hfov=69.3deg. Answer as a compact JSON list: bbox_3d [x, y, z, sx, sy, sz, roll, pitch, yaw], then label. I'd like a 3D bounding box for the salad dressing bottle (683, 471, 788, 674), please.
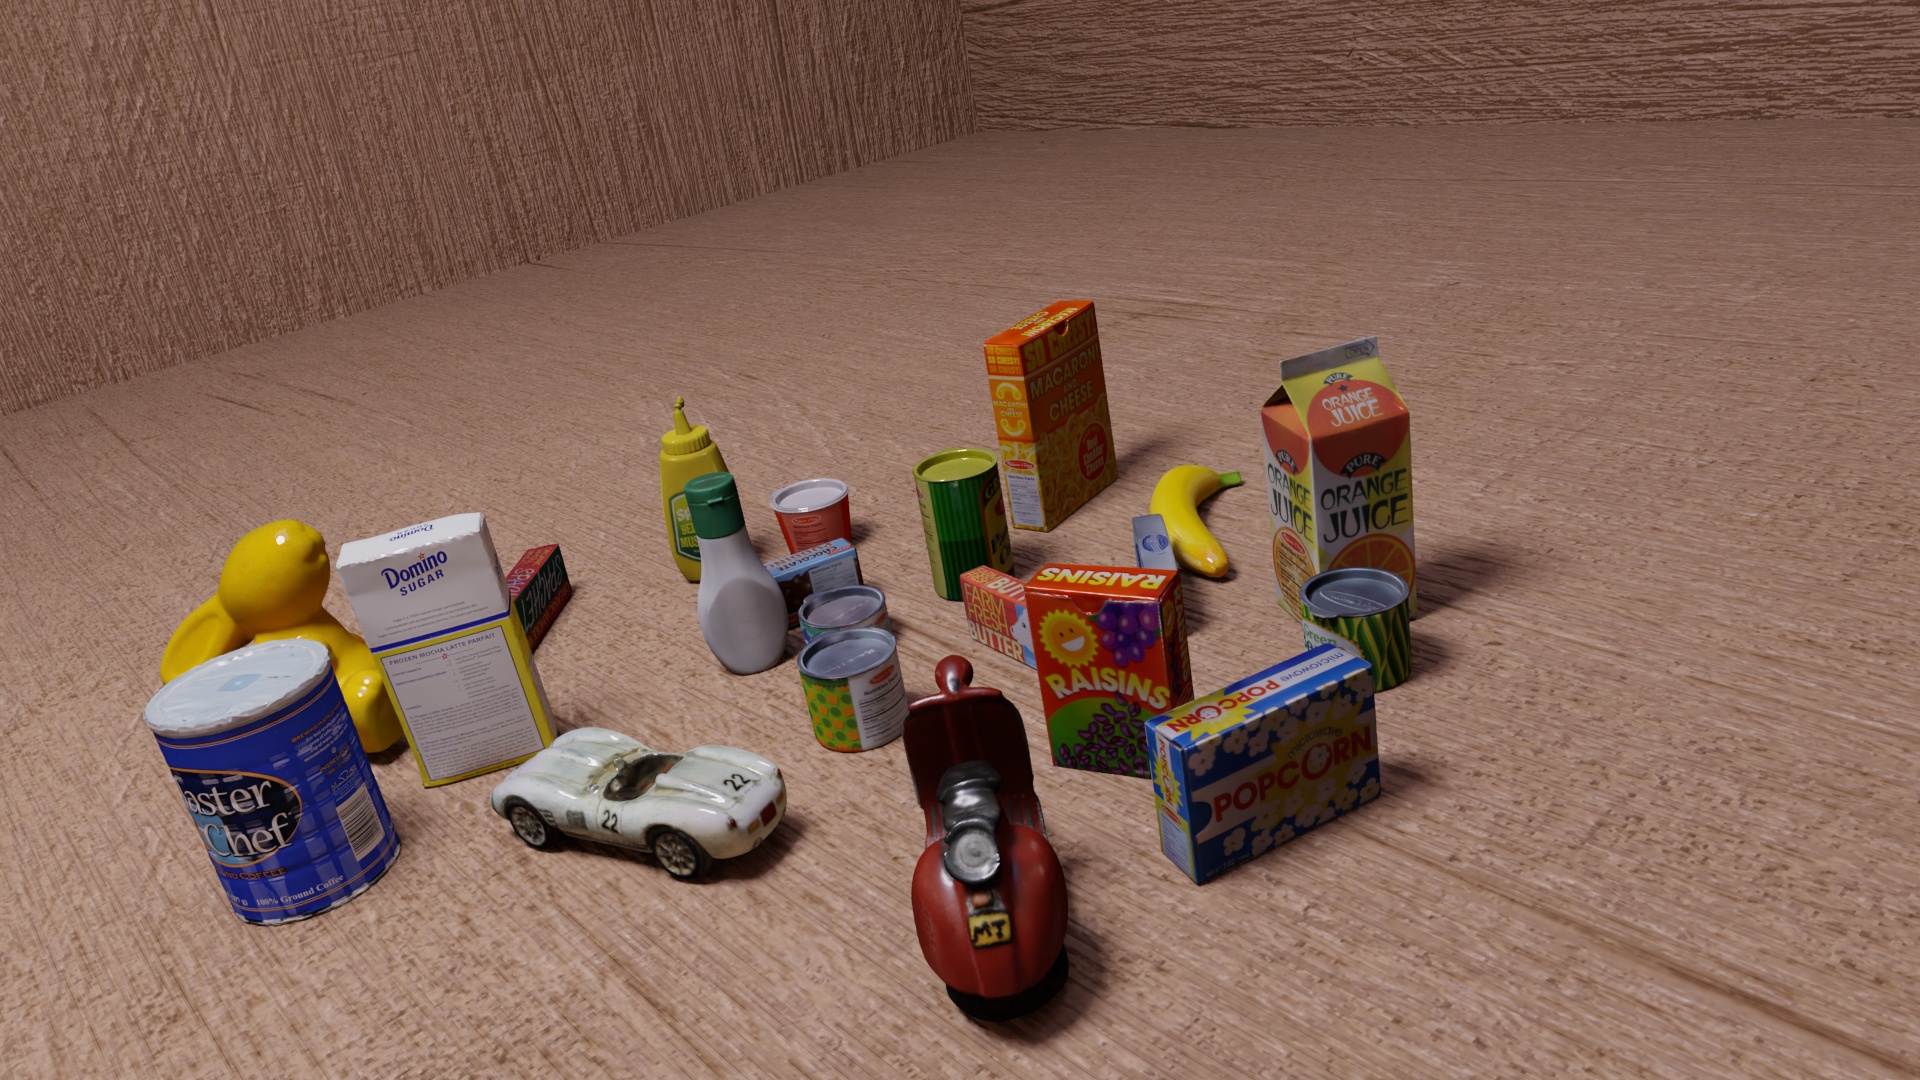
[{"bbox_3d":[-0.166,0.024,1.011,0.064,0.147,0.044,-16,24,-13],"label":"salad dressing bottle"}]

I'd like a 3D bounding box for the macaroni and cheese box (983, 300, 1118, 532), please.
[{"bbox_3d":[0.081,-0.108,1.189,0.040,0.165,0.124,7,29,35],"label":"macaroni and cheese box"}]

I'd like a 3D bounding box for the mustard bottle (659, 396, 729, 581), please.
[{"bbox_3d":[-0.223,-0.044,1.172,0.065,0.159,0.049,-8,23,4],"label":"mustard bottle"}]

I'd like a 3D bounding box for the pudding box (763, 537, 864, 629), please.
[{"bbox_3d":[-0.120,0.035,1.089,0.084,0.049,0.030,-20,25,-22],"label":"pudding box"}]

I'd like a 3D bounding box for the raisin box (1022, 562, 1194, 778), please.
[{"bbox_3d":[0.090,0.077,0.818,0.086,0.123,0.040,3,27,29],"label":"raisin box"}]

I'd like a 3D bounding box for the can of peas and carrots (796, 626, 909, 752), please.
[{"bbox_3d":[-0.071,0.097,0.917,0.071,0.058,0.071,-8,23,4],"label":"can of peas and carrots"}]

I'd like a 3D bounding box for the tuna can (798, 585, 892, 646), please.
[{"bbox_3d":[-0.087,0.062,1.037,0.071,0.032,0.071,-8,23,4],"label":"tuna can"}]

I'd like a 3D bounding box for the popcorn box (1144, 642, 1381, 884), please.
[{"bbox_3d":[0.164,0.117,0.744,0.127,0.085,0.038,-20,25,-21],"label":"popcorn box"}]

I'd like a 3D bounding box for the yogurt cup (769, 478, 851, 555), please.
[{"bbox_3d":[-0.126,-0.017,1.205,0.072,0.053,0.073,-8,23,4],"label":"yogurt cup"}]

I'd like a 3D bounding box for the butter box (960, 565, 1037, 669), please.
[{"bbox_3d":[0.041,0.056,0.973,0.024,0.053,0.103,-24,27,-29],"label":"butter box"}]

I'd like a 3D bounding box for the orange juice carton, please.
[{"bbox_3d":[0.251,-0.037,0.925,0.072,0.191,0.073,-15,23,-10],"label":"orange juice carton"}]

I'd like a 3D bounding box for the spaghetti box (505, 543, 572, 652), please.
[{"bbox_3d":[-0.360,0.076,1.093,0.029,0.050,0.251,-8,24,6],"label":"spaghetti box"}]

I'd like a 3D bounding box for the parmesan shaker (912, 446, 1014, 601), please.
[{"bbox_3d":[0.004,-0.014,1.084,0.071,0.102,0.071,-9,23,4],"label":"parmesan shaker"}]

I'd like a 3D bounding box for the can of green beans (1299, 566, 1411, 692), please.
[{"bbox_3d":[0.251,0.057,0.881,0.071,0.057,0.071,-8,23,4],"label":"can of green beans"}]

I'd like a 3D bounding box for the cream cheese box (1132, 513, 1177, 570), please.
[{"bbox_3d":[0.142,0.025,1.002,0.024,0.053,0.104,-8,23,5],"label":"cream cheese box"}]
